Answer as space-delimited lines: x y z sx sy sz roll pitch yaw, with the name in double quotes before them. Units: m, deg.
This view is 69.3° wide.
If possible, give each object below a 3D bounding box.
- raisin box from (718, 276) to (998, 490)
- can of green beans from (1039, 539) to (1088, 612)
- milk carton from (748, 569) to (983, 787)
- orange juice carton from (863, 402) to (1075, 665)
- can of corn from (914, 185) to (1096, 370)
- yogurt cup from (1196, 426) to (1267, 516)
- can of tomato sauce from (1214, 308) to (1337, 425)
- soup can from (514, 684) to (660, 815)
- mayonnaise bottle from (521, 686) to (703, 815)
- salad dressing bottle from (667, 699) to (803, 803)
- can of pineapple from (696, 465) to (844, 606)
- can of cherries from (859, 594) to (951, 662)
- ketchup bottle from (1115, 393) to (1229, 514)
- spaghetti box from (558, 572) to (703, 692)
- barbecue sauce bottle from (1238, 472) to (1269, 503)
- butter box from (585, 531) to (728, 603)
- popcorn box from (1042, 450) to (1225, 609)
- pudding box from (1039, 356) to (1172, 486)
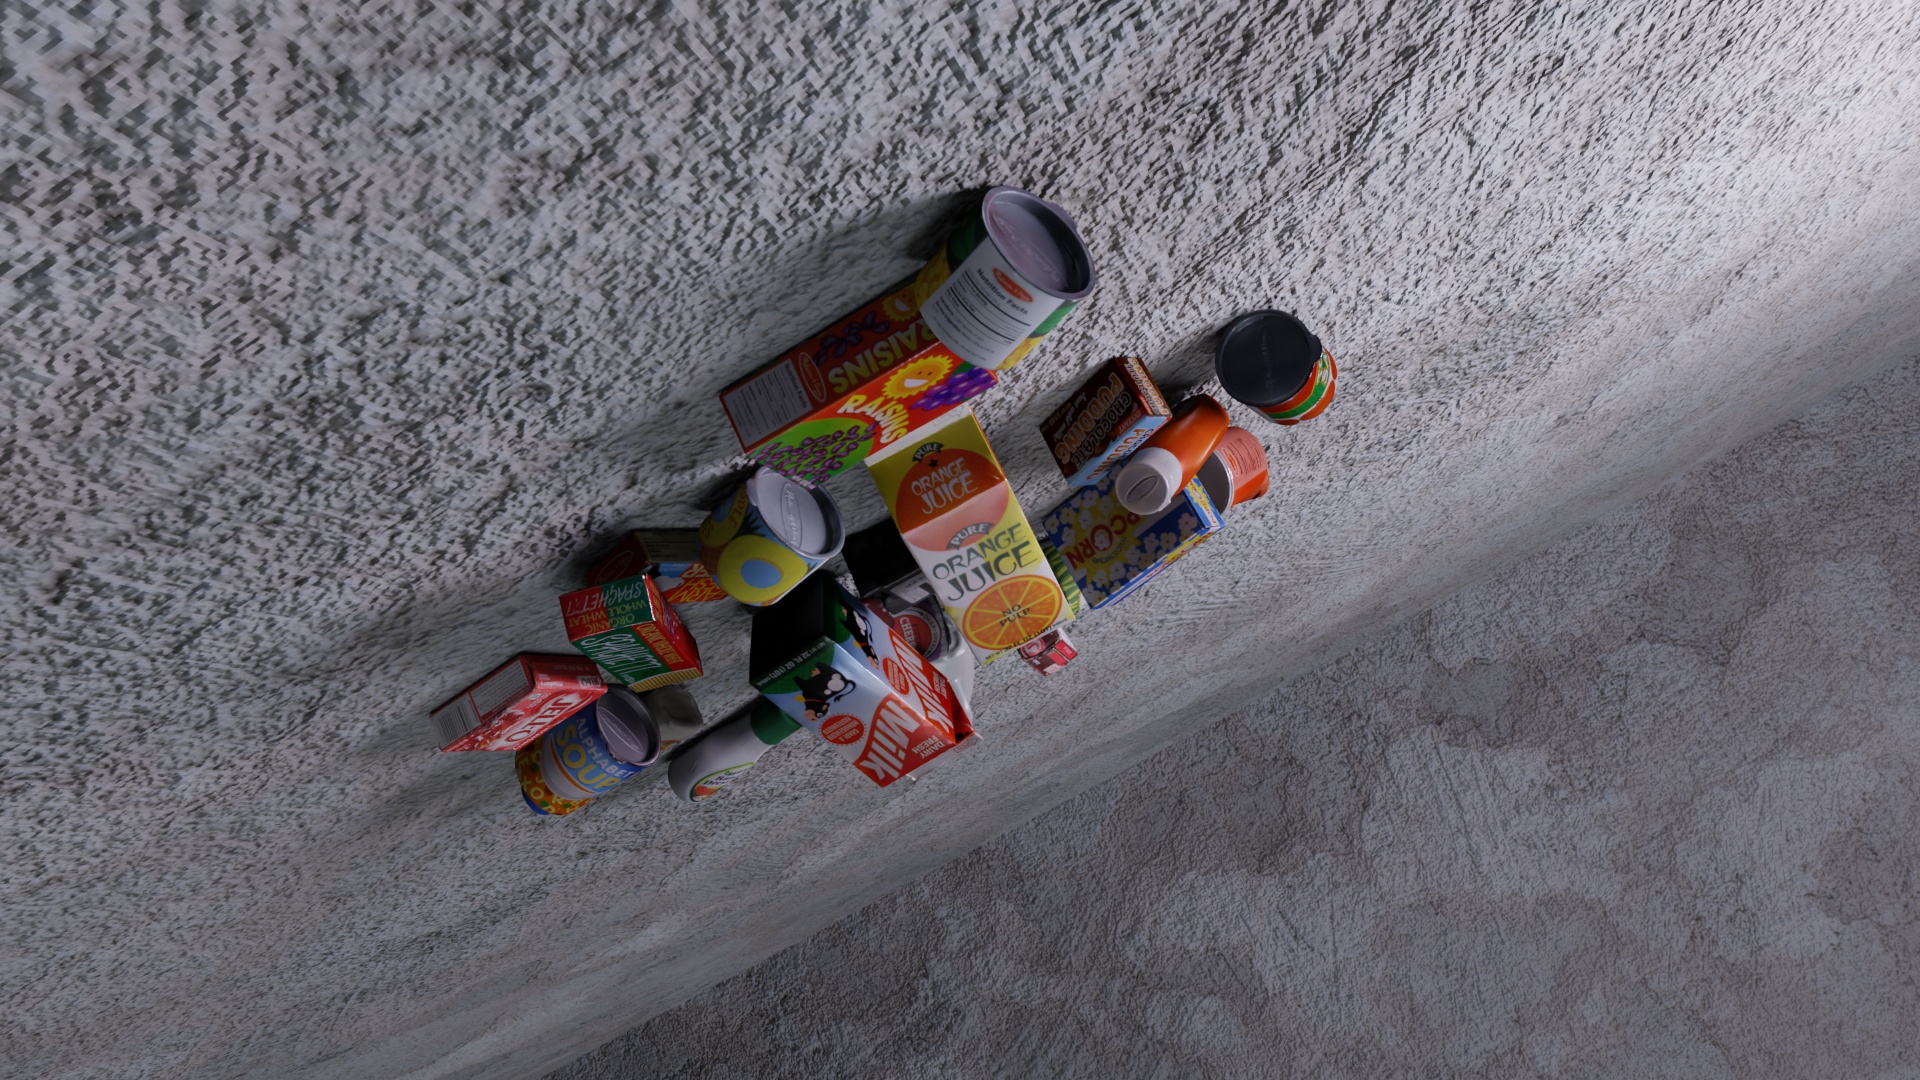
"raisin box" -0.050 -0.080 0.723 0.123 0.040 0.086 -29 161 10
"can of green beans" 0.104 0.022 1.180 0.058 0.071 0.071 -25 162 -5
"milk carton" -0.066 0.115 1.032 0.072 0.074 0.190 -33 124 18
"orange juice carton" 0.003 -0.011 0.874 0.072 0.073 0.192 -27 137 2
"can of corn" 0.021 -0.124 0.658 0.071 0.071 0.058 -8 155 -45
"yogurt cup" 0.208 -0.058 1.110 0.054 0.072 0.072 -25 164 -32
"can of tomato sauce" 0.219 -0.118 0.950 0.071 0.071 0.083 -33 162 19
"soup can" -0.273 0.155 1.015 0.083 0.071 0.071 -33 161 18
"mayonnaise bottle" -0.276 0.166 1.087 0.148 0.041 0.065 -32 163 14
"salad dressing bottle" -0.199 0.184 1.243 0.147 0.044 0.064 -36 159 26
"can of pineapple" -0.112 -0.004 0.806 0.057 0.071 0.071 -38 159 31
"can of cherries" -0.048 0.071 1.097 0.058 0.071 0.071 -19 160 -20
"ketchup bottle" 0.145 -0.057 0.964 0.064 0.043 0.149 -42 180 29
"spaghetti box" -0.199 0.062 0.861 0.050 0.029 0.249 -15 169 -8
"barbecue sauce bottle" 0.197 -0.039 1.179 0.149 0.044 0.064 -16 158 -31
"butter box" -0.170 0.017 0.846 0.053 0.024 0.104 -36 160 31
"popcorn box" 0.134 -0.013 1.093 0.126 0.085 0.038 -39 159 33
"pudding box" 0.095 -0.077 0.915 0.030 0.050 0.083 -6 153 -44
